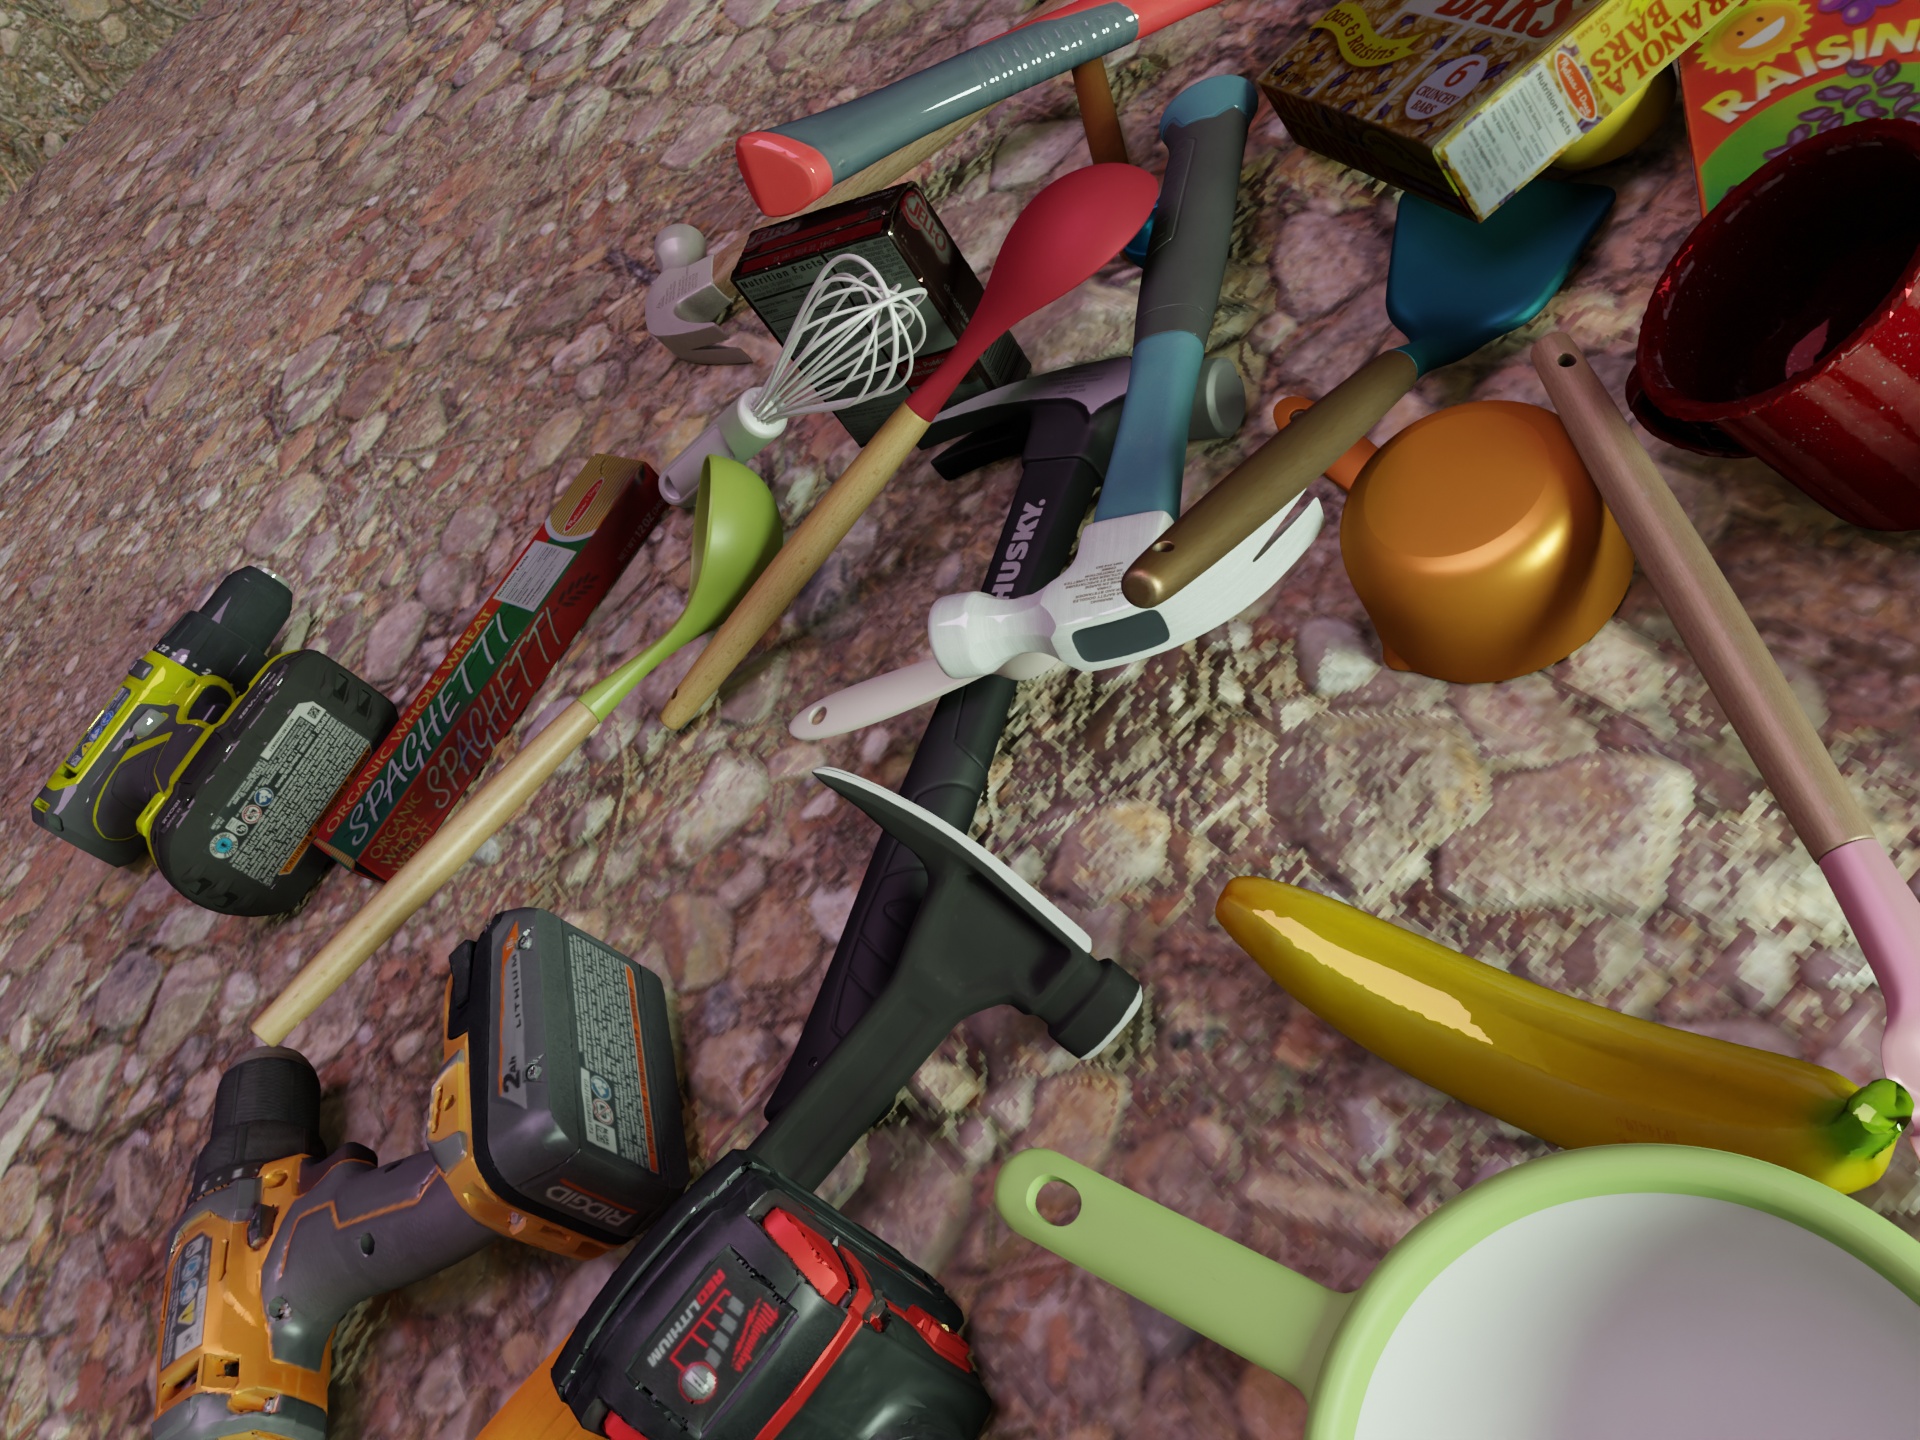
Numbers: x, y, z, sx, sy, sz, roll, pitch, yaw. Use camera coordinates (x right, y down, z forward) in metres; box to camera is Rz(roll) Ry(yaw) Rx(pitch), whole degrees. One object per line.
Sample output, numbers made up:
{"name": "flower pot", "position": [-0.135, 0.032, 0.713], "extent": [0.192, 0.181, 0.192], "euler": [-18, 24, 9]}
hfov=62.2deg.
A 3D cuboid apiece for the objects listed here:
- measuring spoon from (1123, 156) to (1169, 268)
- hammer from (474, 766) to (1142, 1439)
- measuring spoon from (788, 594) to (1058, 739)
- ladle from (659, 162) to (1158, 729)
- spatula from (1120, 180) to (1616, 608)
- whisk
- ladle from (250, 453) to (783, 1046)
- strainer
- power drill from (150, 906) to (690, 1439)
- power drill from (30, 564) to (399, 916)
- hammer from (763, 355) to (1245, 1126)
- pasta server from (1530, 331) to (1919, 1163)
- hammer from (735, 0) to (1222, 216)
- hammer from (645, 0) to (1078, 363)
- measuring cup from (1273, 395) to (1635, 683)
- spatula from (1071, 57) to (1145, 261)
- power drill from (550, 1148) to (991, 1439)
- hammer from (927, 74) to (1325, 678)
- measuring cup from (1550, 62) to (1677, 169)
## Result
{"name": "measuring spoon", "position": [0.106, -0.246, 0.738], "extent": [0.042, 0.021, 0.129], "euler": [-1, 48, 25]}
{"name": "hammer", "position": [-0.095, 0.174, 0.508], "extent": [0.337, 0.127, 0.034], "euler": [-51, 1, 0]}
{"name": "measuring spoon", "position": [-0.016, -0.019, 0.597], "extent": [0.124, 0.018, 0.034], "euler": [-20, 49, 22]}
{"name": "ladle", "position": [-0.034, -0.111, 0.673], "extent": [0.315, 0.031, 0.069], "euler": [-48, 33, 18]}
{"name": "spatula", "position": [0.131, -0.117, 0.520], "extent": [0.082, 0.044, 0.317], "euler": [13, 36, 31]}
{"name": "whisk", "position": [-0.086, -0.142, 0.720], "extent": [0.059, 0.058, 0.246], "euler": [-33, 6, -32]}
{"name": "ladle", "position": [-0.190, 0.007, 0.691], "extent": [0.320, 0.062, 0.078], "euler": [-48, 4, -19]}
{"name": "strainer", "position": [0.117, 0.163, 0.372], "extent": [0.256, 0.069, 0.151], "euler": [15, 70, 43]}
{"name": "power drill", "position": [-0.219, 0.165, 0.616], "extent": [0.226, 0.084, 0.186], "euler": [-36, 42, 14]}
{"name": "power drill", "position": [-0.404, 0.005, 0.876], "extent": [0.229, 0.080, 0.190], "euler": [14, 67, 45]}
{"name": "hammer", "position": [-0.001, -0.002, 0.612], "extent": [0.146, 0.035, 0.335], "euler": [2, 60, 37]}
{"name": "pasta server", "position": [0.217, 0.007, 0.410], "extent": [0.060, 0.040, 0.317], "euler": [-17, 57, 5]}
{"name": "hammer", "position": [0.072, -0.329, 0.725], "extent": [0.386, 0.038, 0.143], "euler": [-27, 43, -9]}
{"name": "hammer", "position": [-0.044, -0.298, 0.851], "extent": [0.331, 0.031, 0.130], "euler": [-28, 47, 26]}
{"name": "measuring cup", "position": [0.151, -0.086, 0.549], "extent": [0.095, 0.052, 0.174], "euler": [-40, 45, 4]}
{"name": "spatula", "position": [0.069, -0.342, 0.832], "extent": [0.081, 0.041, 0.323], "euler": [-23, 51, 22]}
{"name": "power drill", "position": [-0.002, 0.203, 0.378], "extent": [0.078, 0.143, 0.220], "euler": [-50, 41, -10]}
{"name": "hammer", "position": [0.081, -0.151, 0.617], "extent": [0.128, 0.033, 0.331], "euler": [-7, 48, 26]}
{"name": "measuring cup", "position": [0.220, -0.248, 0.652], "extent": [0.062, 0.029, 0.157], "euler": [-51, 32, -10]}
